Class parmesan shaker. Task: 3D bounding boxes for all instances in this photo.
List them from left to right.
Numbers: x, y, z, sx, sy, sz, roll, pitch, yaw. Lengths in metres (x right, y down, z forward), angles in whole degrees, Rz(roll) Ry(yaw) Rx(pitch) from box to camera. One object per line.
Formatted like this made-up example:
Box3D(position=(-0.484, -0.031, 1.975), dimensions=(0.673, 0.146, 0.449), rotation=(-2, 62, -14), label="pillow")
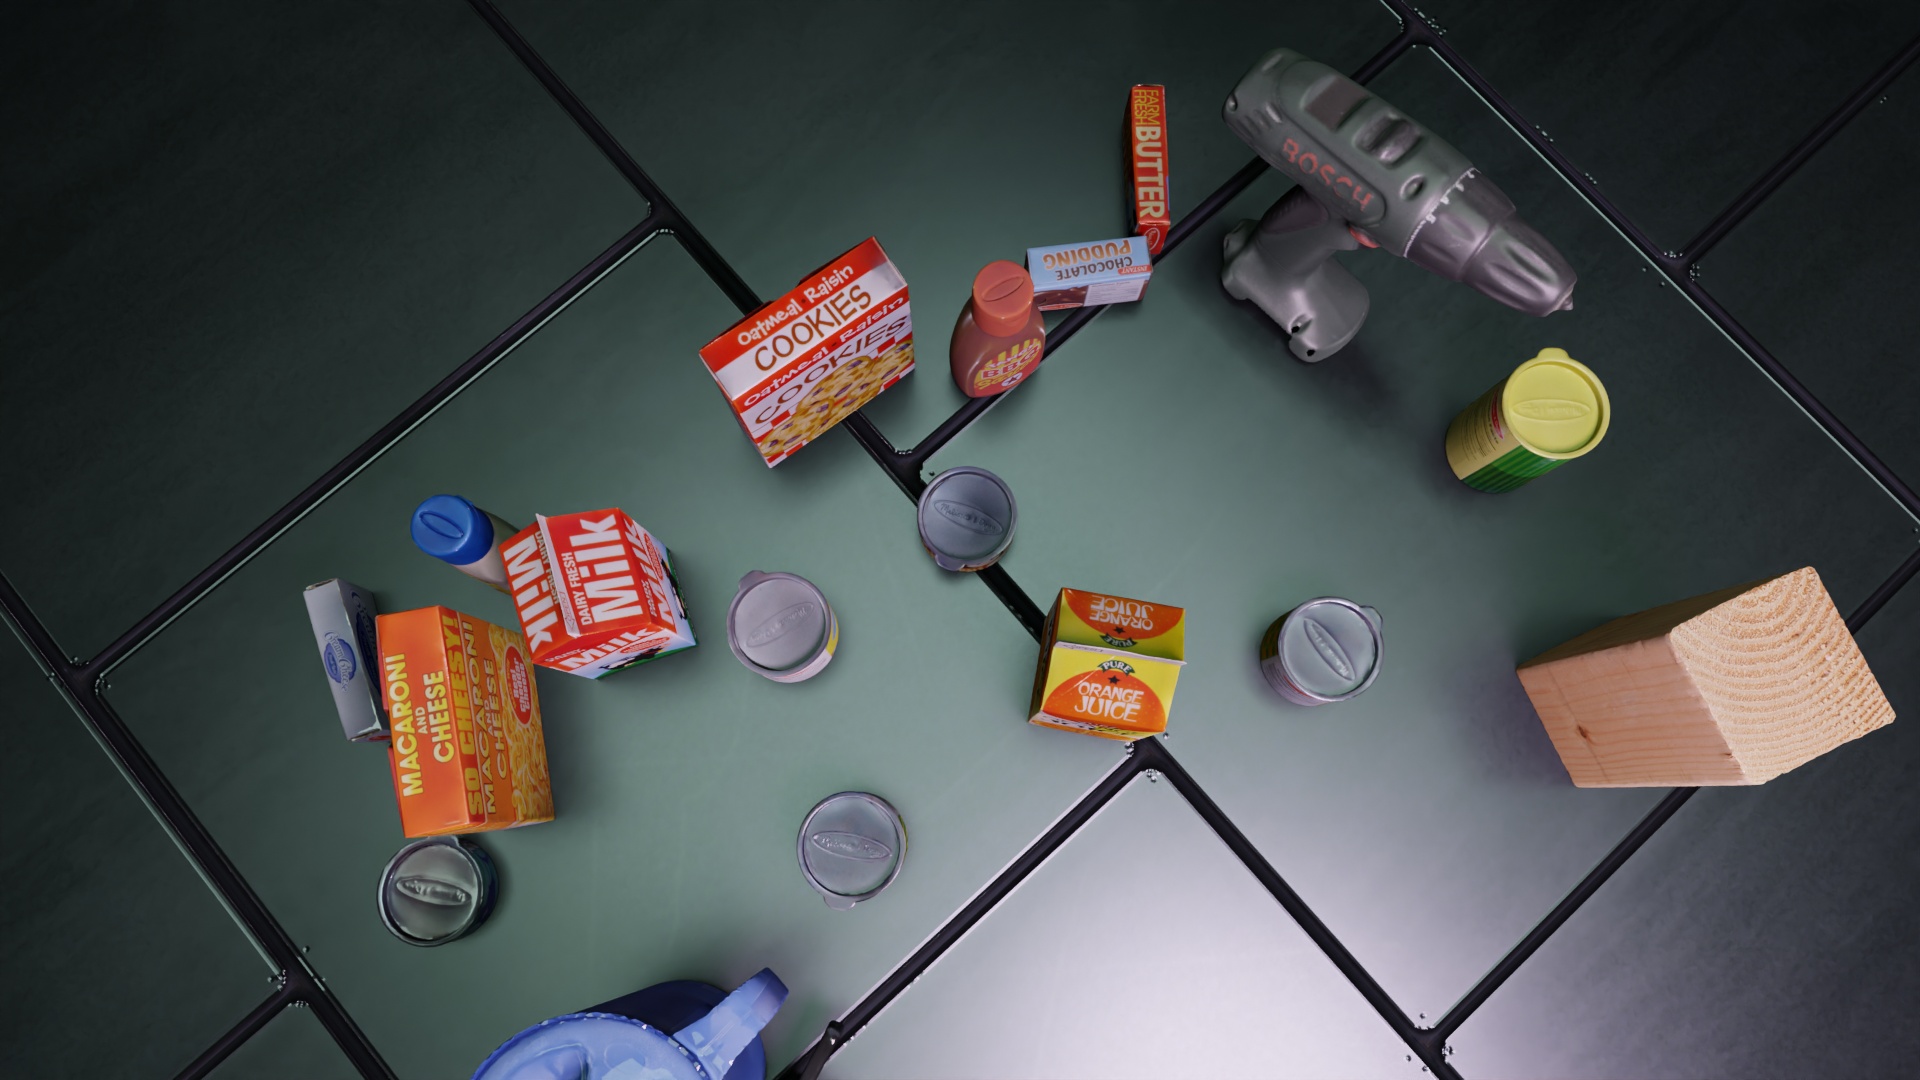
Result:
Box3D(position=(0.365, -0.075, 0.900), dimensions=(0.071, 0.103, 0.071), rotation=(0, 80, 0), label="parmesan shaker")

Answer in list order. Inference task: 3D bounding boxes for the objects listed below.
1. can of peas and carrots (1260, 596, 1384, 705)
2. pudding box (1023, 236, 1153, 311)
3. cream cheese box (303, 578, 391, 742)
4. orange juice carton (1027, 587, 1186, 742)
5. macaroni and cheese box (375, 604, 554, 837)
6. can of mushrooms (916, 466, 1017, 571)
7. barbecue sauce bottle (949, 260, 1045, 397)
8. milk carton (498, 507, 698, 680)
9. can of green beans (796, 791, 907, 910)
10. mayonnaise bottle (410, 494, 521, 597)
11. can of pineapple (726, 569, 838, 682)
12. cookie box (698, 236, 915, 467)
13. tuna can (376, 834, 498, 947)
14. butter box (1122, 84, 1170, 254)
Box3D(position=(0.233, 0.070, 0.894), dimensions=(0.071, 0.058, 0.071), rotation=(0, 79, 0), label="can of peas and carrots")
Box3D(position=(0.085, -0.181, 0.946), dimensions=(0.084, 0.049, 0.030), rotation=(-7, 80, -2), label="pudding box")
Box3D(position=(-0.385, 0.078, 0.890), dimensions=(0.024, 0.053, 0.104), rotation=(-21, 80, -4), label="cream cheese box")
Box3D(position=(0.085, 0.075, 0.823), dimensions=(0.072, 0.192, 0.073), rotation=(10, 80, 2), label="orange juice carton")
Box3D(position=(-0.292, 0.111, 0.827), dimensions=(0.040, 0.166, 0.124), rotation=(-12, 80, -2), label="macaroni and cheese box")
Box3D(position=(0.003, -0.012, 0.920), dimensions=(0.071, 0.033, 0.071), rotation=(0, 79, 0), label="can of mushrooms")
Box3D(position=(0.024, -0.135, 0.886), dimensions=(0.065, 0.148, 0.044), rotation=(-28, 81, -5), label="barbecue sauce bottle")
Box3D(position=(-0.217, 0.033, 0.830), dimensions=(0.073, 0.190, 0.072), rotation=(-18, 80, -4), label="milk carton")
Box3D(position=(-0.067, 0.190, 0.869), dimensions=(0.071, 0.057, 0.071), rotation=(0, 79, 0), label="can of green beans")
Box3D(position=(-0.294, 0.004, 0.857), dimensions=(0.065, 0.148, 0.041), rotation=(27, 81, 5), label="mayonnaise bottle")
Box3D(position=(-0.114, 0.055, 0.894), dimensions=(0.071, 0.057, 0.071), rotation=(0, 79, 0), label="can of pineapple")
Box3D(position=(-0.091, -0.114, 0.871), dimensions=(0.123, 0.167, 0.040), rotation=(-35, 82, -6), label="cookie box")
Box3D(position=(-0.328, 0.218, 0.874), dimensions=(0.071, 0.032, 0.071), rotation=(0, 79, 0), label="tuna can")
Box3D(position=(0.128, -0.255, 0.959), dimensions=(0.024, 0.053, 0.103), rotation=(-1, 79, 0), label="butter box")
